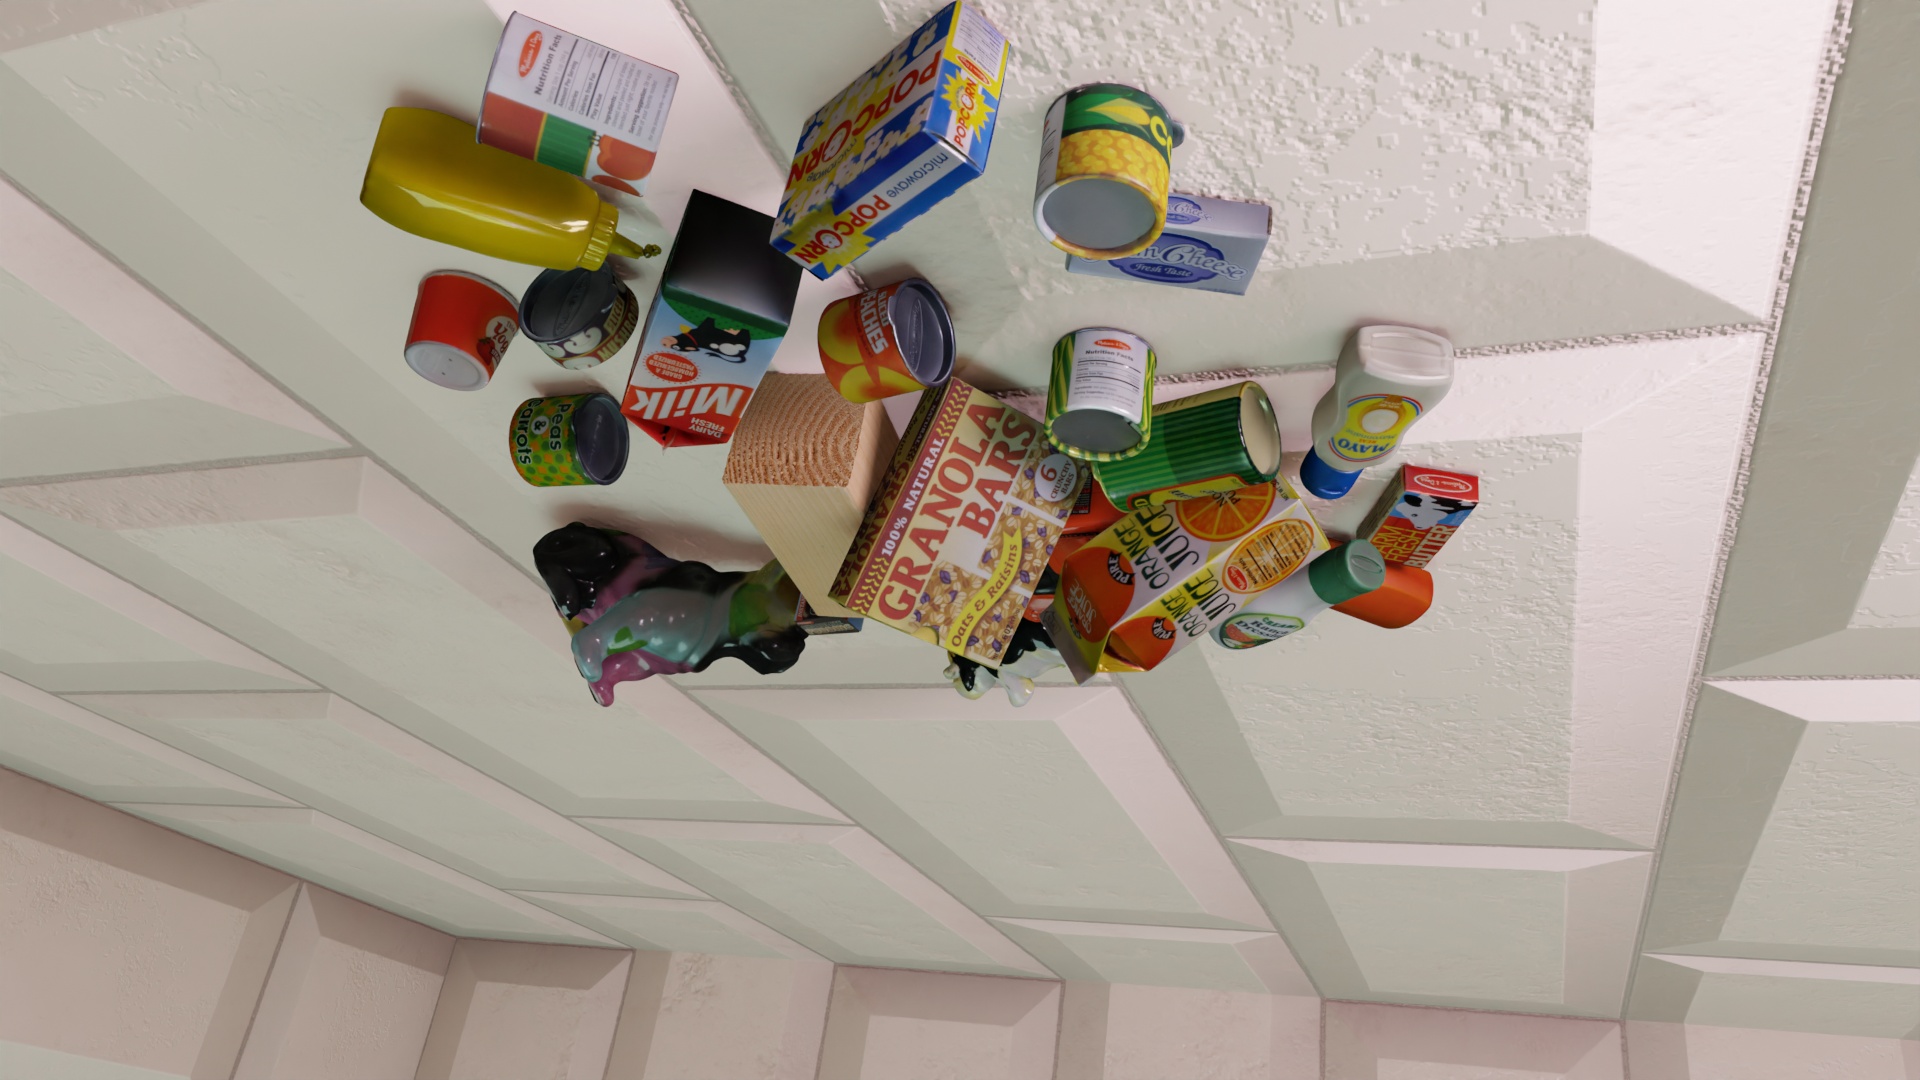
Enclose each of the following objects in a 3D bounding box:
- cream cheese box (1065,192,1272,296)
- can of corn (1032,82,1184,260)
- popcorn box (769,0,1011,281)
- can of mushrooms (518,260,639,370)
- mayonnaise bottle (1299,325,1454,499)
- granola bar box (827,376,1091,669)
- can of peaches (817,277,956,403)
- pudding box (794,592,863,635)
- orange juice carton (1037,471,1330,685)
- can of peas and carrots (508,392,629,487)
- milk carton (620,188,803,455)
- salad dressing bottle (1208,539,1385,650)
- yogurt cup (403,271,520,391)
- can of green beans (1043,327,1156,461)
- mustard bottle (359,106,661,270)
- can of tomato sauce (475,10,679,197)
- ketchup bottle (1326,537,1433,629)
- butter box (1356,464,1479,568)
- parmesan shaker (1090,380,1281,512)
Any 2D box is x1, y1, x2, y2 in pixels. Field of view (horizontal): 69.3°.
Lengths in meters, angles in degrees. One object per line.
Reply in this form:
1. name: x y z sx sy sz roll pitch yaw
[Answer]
1. cream cheese box: 0.111 -0.162 0.751 0.104 0.024 0.053 8 152 1
2. can of corn: 0.073 -0.181 0.688 0.071 0.058 0.071 7 153 4
3. popcorn box: -0.035 -0.191 0.672 0.038 0.085 0.126 29 147 -32
4. can of mushrooms: -0.231 -0.139 0.849 0.071 0.071 0.033 -3 151 21
5. mayonnaise bottle: 0.250 -0.075 0.860 0.065 0.041 0.147 7 152 -2
6. granola bar box: 0.003 -0.012 0.925 0.124 0.165 0.039 25 180 -28
7. can of peaches: -0.046 -0.120 0.833 0.058 0.071 0.071 -9 148 32
8. pudding box: -0.100 0.034 1.128 0.049 0.084 0.030 -6 146 27
9. orange juice carton: 0.144 0.021 0.944 0.192 0.072 0.073 -35 139 8
10. can of peas and carrots: -0.281 -0.072 0.994 0.059 0.071 0.070 -1 151 20
11. milk carton: -0.158 -0.122 0.855 0.073 0.072 0.189 17 152 -17
12. salad dressing bottle: 0.235 0.038 0.986 0.064 0.044 0.147 19 153 -23
13. yogurt cup: -0.326 -0.134 0.902 0.072 0.054 0.072 7 152 4
14. can of green beans: 0.087 -0.089 0.862 0.071 0.058 0.071 7 153 4
15. mustard bottle: -0.245 -0.184 0.773 0.160 0.065 0.048 18 147 -26
16. can of tomato sauce: -0.190 -0.215 0.693 0.083 0.071 0.071 17 152 -16
17. ketchup bottle: 0.277 0.024 1.042 0.149 0.044 0.064 19 152 -19
18. butter box: 0.318 -0.016 0.974 0.053 0.024 0.103 9 153 1
19. parmesan shaker: 0.144 -0.059 0.891 0.103 0.071 0.071 -12 146 35
